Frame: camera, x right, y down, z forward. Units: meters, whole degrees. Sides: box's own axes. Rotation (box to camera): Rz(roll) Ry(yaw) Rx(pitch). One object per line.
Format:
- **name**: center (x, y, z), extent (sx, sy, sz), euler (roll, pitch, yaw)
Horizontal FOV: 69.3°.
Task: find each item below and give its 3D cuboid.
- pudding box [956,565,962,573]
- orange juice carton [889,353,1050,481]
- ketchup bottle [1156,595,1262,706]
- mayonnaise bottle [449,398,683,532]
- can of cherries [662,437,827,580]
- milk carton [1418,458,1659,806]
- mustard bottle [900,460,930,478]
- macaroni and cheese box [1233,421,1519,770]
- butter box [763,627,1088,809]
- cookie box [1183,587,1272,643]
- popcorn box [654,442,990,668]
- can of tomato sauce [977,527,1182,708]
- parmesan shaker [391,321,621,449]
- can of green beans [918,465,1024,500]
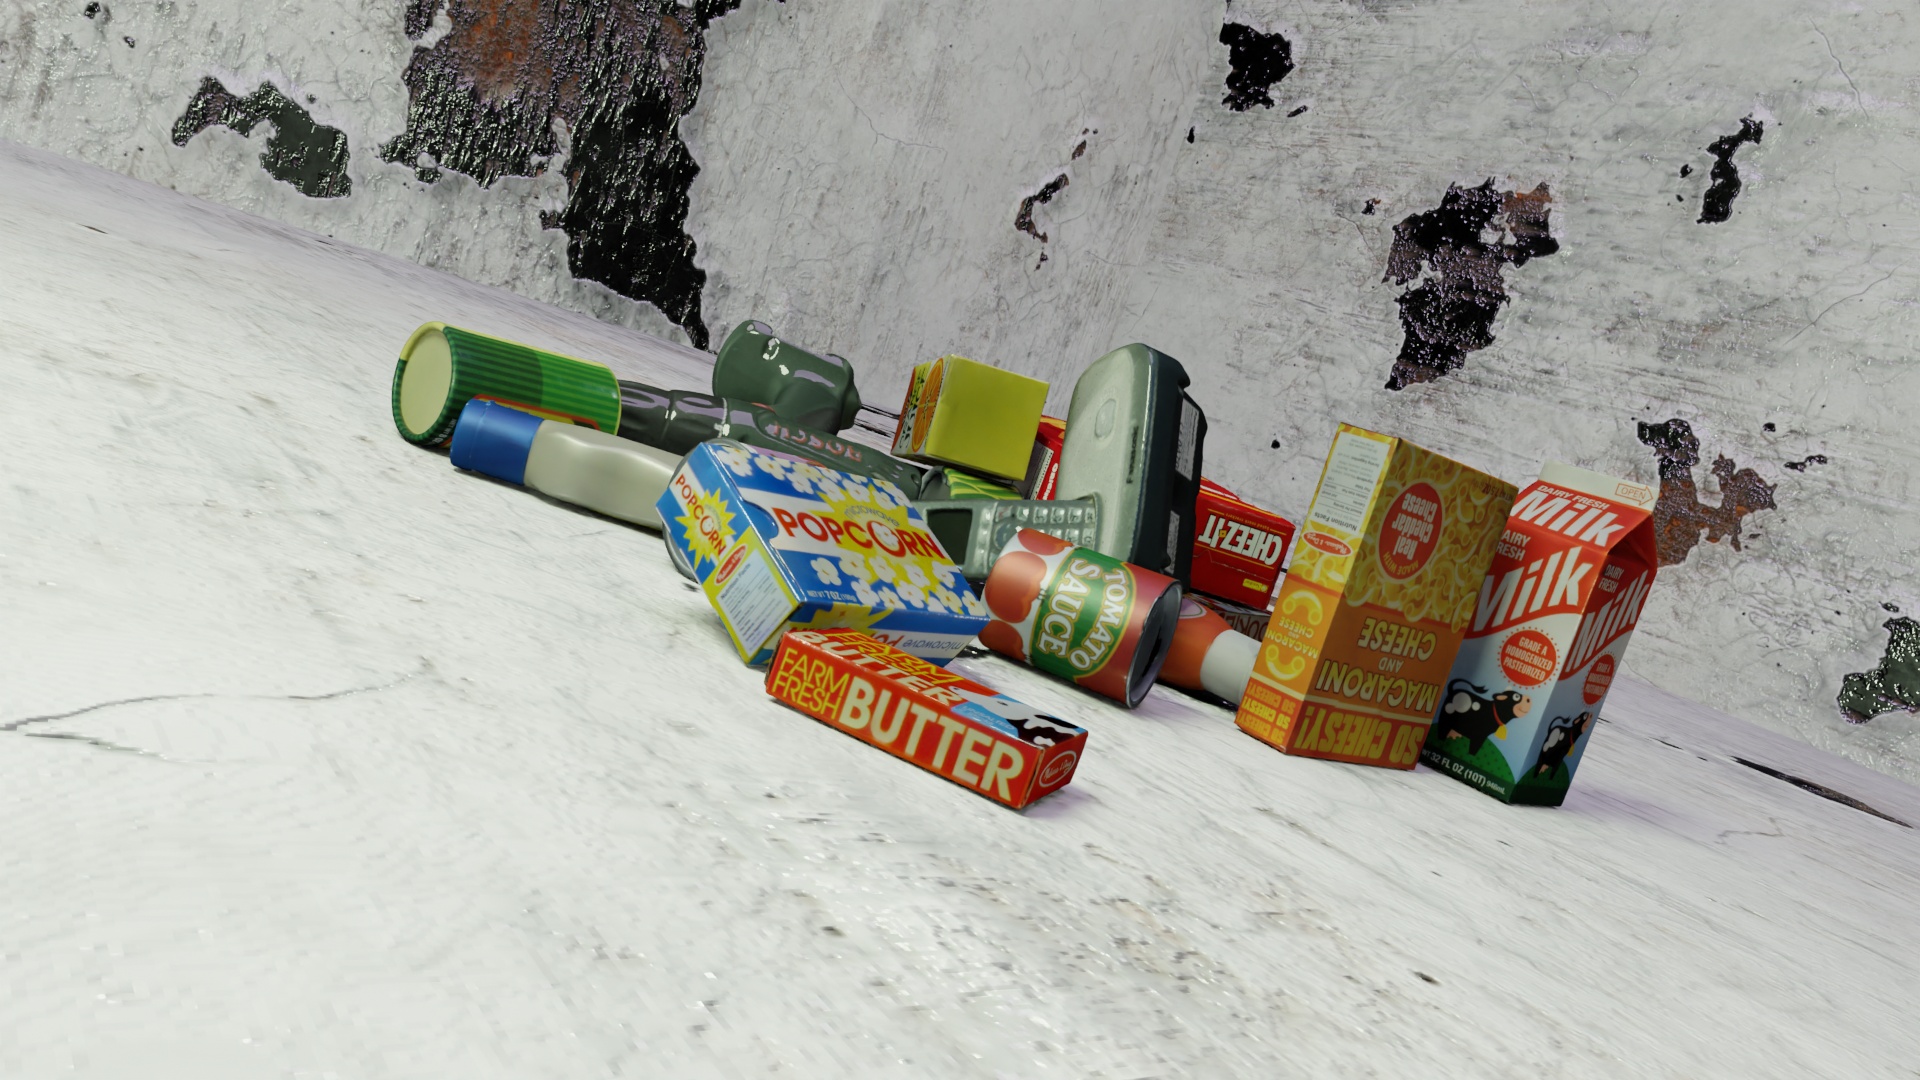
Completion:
- **pudding box**: center (-0.045, 0.015, 0.731), extent (0.084, 0.030, 0.050), euler (20, 6, 12)
- **orange juice carton**: center (-0.001, -0.087, 1.020), extent (0.073, 0.072, 0.192), euler (15, 0, -12)
- **ketchup bottle**: center (0.118, 0.055, 0.791), extent (0.065, 0.043, 0.149), euler (-17, 31, -41)
- **mayonnaise bottle**: center (-0.182, -0.034, 0.714), extent (0.148, 0.041, 0.065), euler (17, 5, -9)
- **can of cherries**: center (-0.094, -0.009, 0.648), extent (0.071, 0.071, 0.058), euler (23, 6, 37)
- **milk carton**: center (0.334, 0.051, 0.800), extent (0.073, 0.190, 0.072), euler (13, 8, -42)
- **mustard bottle**: center (-0.057, -0.040, 1.072), extent (0.160, 0.048, 0.065), euler (16, 3, -21)
- **macaroni and cheese box**: center (0.222, 0.033, 0.736), extent (0.124, 0.166, 0.040), euler (14, 7, -40)
- **butter box**: center (-0.012, 0.060, 0.485), extent (0.103, 0.024, 0.053), euler (21, 6, 20)
- **cookie box**: center (0.128, 0.044, 0.943), extent (0.123, 0.040, 0.167), euler (25, 10, 42)
- **popcorn box**: center (-0.054, 0.010, 0.574), extent (0.127, 0.038, 0.085), euler (10, 39, -55)
- **can of tomato sauce**: center (0.059, 0.037, 0.687), extent (0.083, 0.071, 0.071), euler (20, 6, 21)
- **parmesan shaker**: center (-0.251, -0.076, 0.767), extent (0.071, 0.071, 0.103), euler (24, 9, 40)
- **can of green beans**: center (0.003, -0.014, 0.952), extent (0.058, 0.071, 0.071), euler (15, 7, -28)
